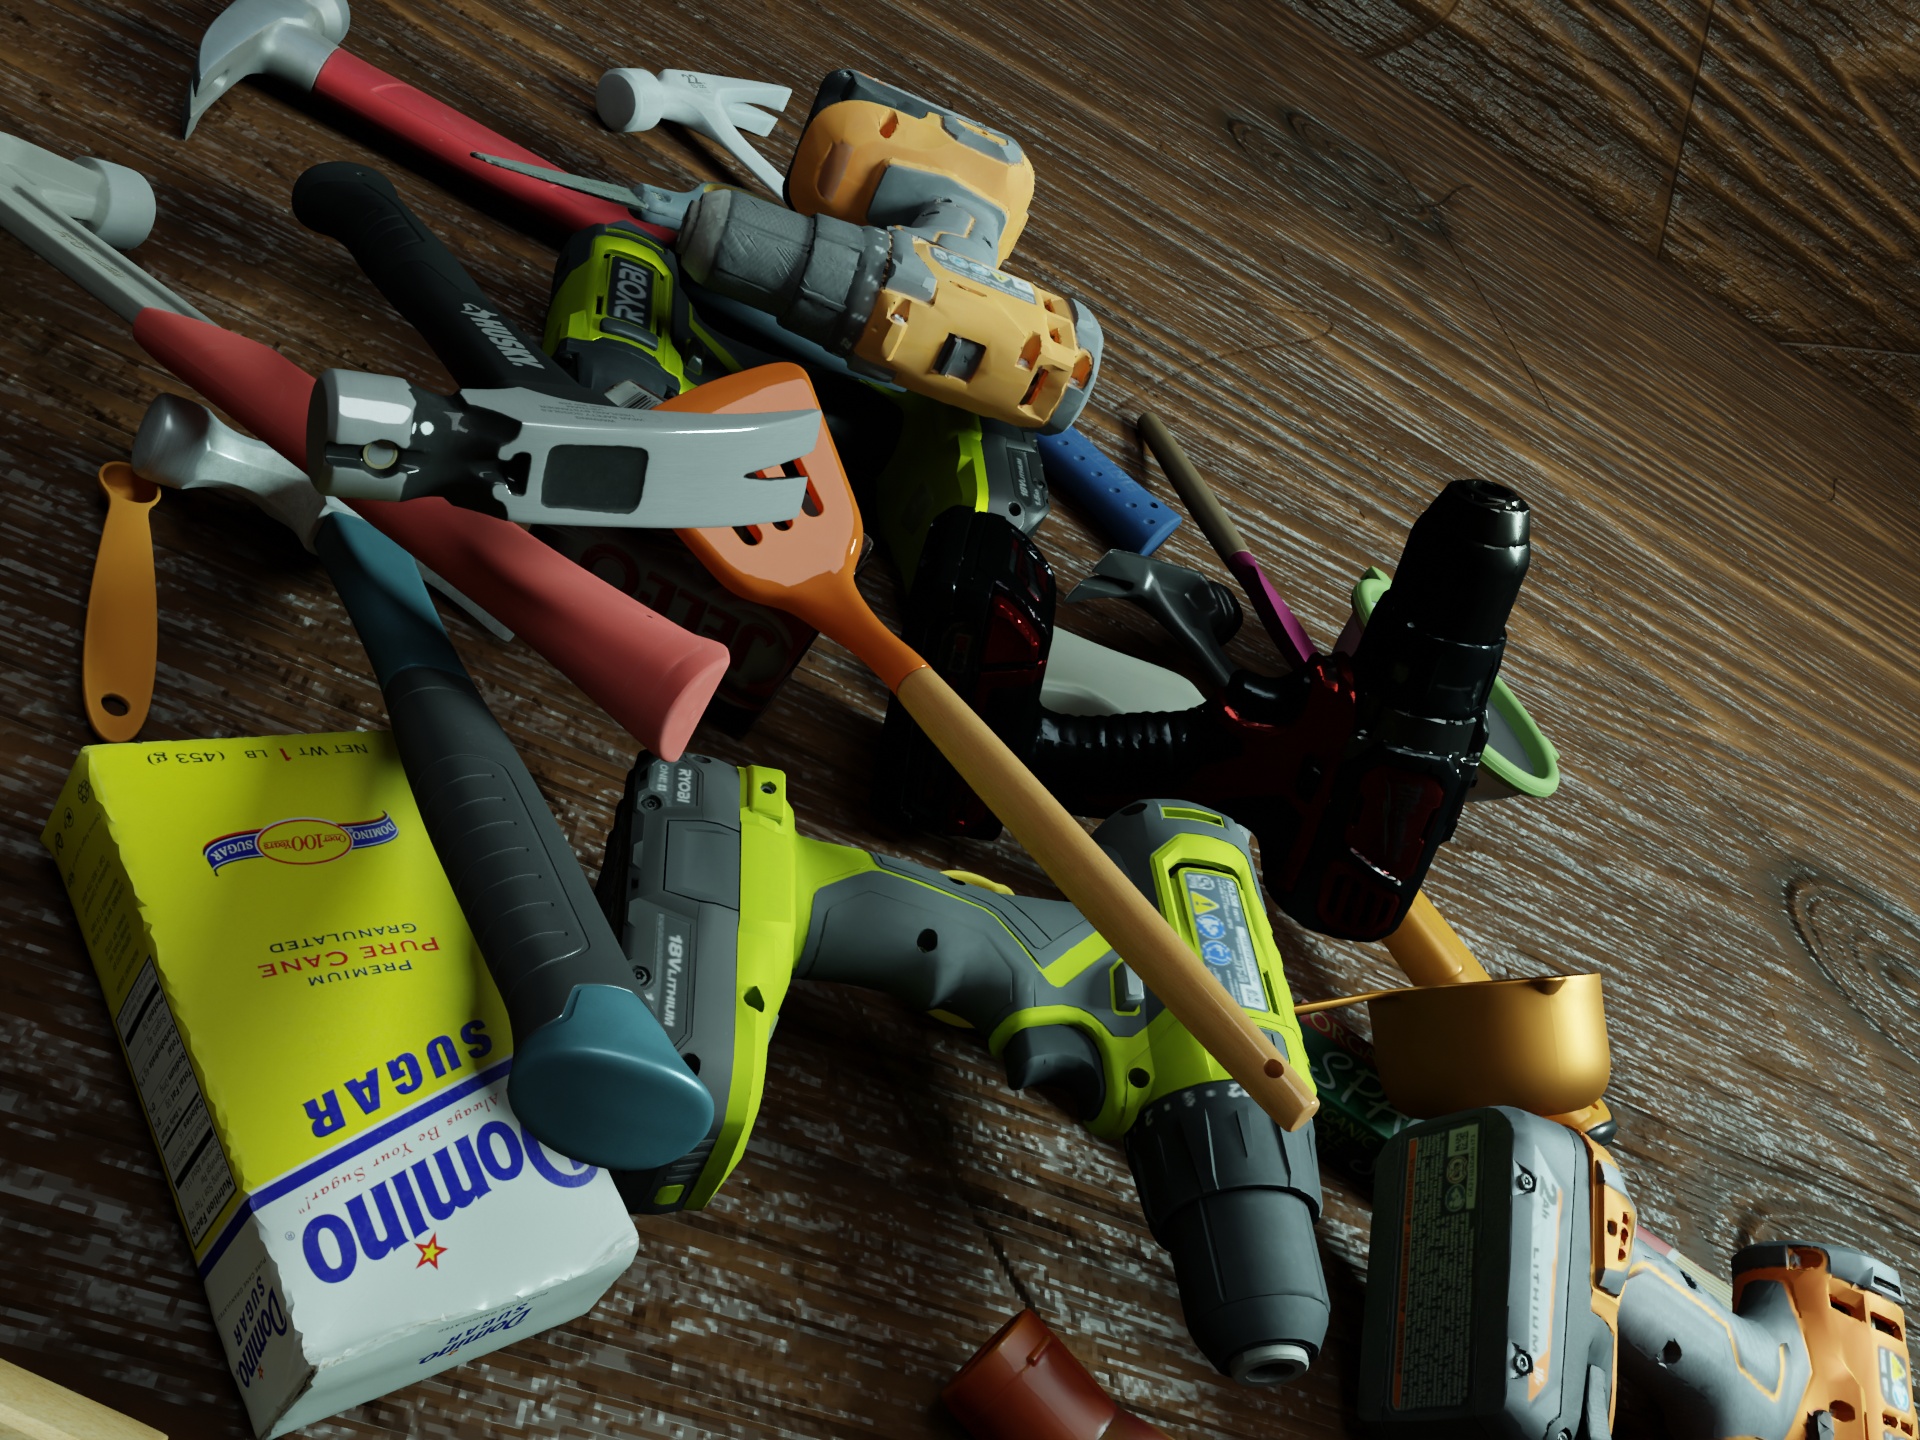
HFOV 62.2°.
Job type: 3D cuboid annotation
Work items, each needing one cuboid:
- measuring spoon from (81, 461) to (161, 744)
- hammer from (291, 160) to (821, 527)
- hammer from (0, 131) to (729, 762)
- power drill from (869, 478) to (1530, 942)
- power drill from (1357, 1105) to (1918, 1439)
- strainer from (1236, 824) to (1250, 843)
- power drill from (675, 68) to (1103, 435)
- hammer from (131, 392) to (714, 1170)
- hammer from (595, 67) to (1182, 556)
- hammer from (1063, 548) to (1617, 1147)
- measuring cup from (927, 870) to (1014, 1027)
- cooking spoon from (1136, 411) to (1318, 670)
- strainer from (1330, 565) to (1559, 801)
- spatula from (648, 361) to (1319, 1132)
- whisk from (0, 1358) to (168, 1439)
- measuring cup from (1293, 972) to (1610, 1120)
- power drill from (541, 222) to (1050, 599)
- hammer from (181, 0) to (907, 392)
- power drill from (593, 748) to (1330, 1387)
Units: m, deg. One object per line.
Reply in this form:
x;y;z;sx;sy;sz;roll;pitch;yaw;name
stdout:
-0.265;-0.037;0.500;0.021;0.011;0.117;19;41;-42;measuring spoon
-0.171;-0.142;0.547;0.146;0.035;0.335;1;27;-33;hammer
-0.220;-0.101;0.499;0.359;0.036;0.149;35;17;16;hammer
0.091;-0.019;0.605;0.226;0.187;0.080;12;29;-1;power drill
0.253;0.246;0.566;0.226;0.084;0.164;27;56;-18;power drill
0.109;0.072;0.689;0.087;0.050;0.258;25;31;5;strainer
-0.039;-0.227;0.742;0.185;0.084;0.226;16;35;-20;power drill
-0.150;0.000;0.455;0.128;0.033;0.331;18;21;-41;hammer
-0.028;-0.243;0.923;0.405;0.035;0.144;45;35;9;hammer
0.172;0.052;0.724;0.127;0.034;0.337;8;42;-52;hammer
0.039;0.117;0.583;0.156;0.029;0.062;40;34;-2;measuring cup
0.148;-0.101;0.891;0.068;0.017;0.319;44;16;-33;cooking spoon
0.229;0.013;0.820;0.151;0.069;0.256;47;28;4;strainer
-0.001;-0.002;0.504;0.081;0.041;0.323;-28;58;-23;spatula
-0.152;0.168;0.337;0.245;0.047;0.051;29;37;-7;whisk
0.164;0.129;0.602;0.173;0.095;0.052;-4;80;-16;measuring cup
-0.078;-0.126;0.714;0.223;0.080;0.171;17;39;-23;power drill
-0.170;-0.233;0.781;0.386;0.038;0.143;26;38;-18;hammer
0.004;0.099;0.487;0.228;0.080;0.191;11;44;-17;power drill
